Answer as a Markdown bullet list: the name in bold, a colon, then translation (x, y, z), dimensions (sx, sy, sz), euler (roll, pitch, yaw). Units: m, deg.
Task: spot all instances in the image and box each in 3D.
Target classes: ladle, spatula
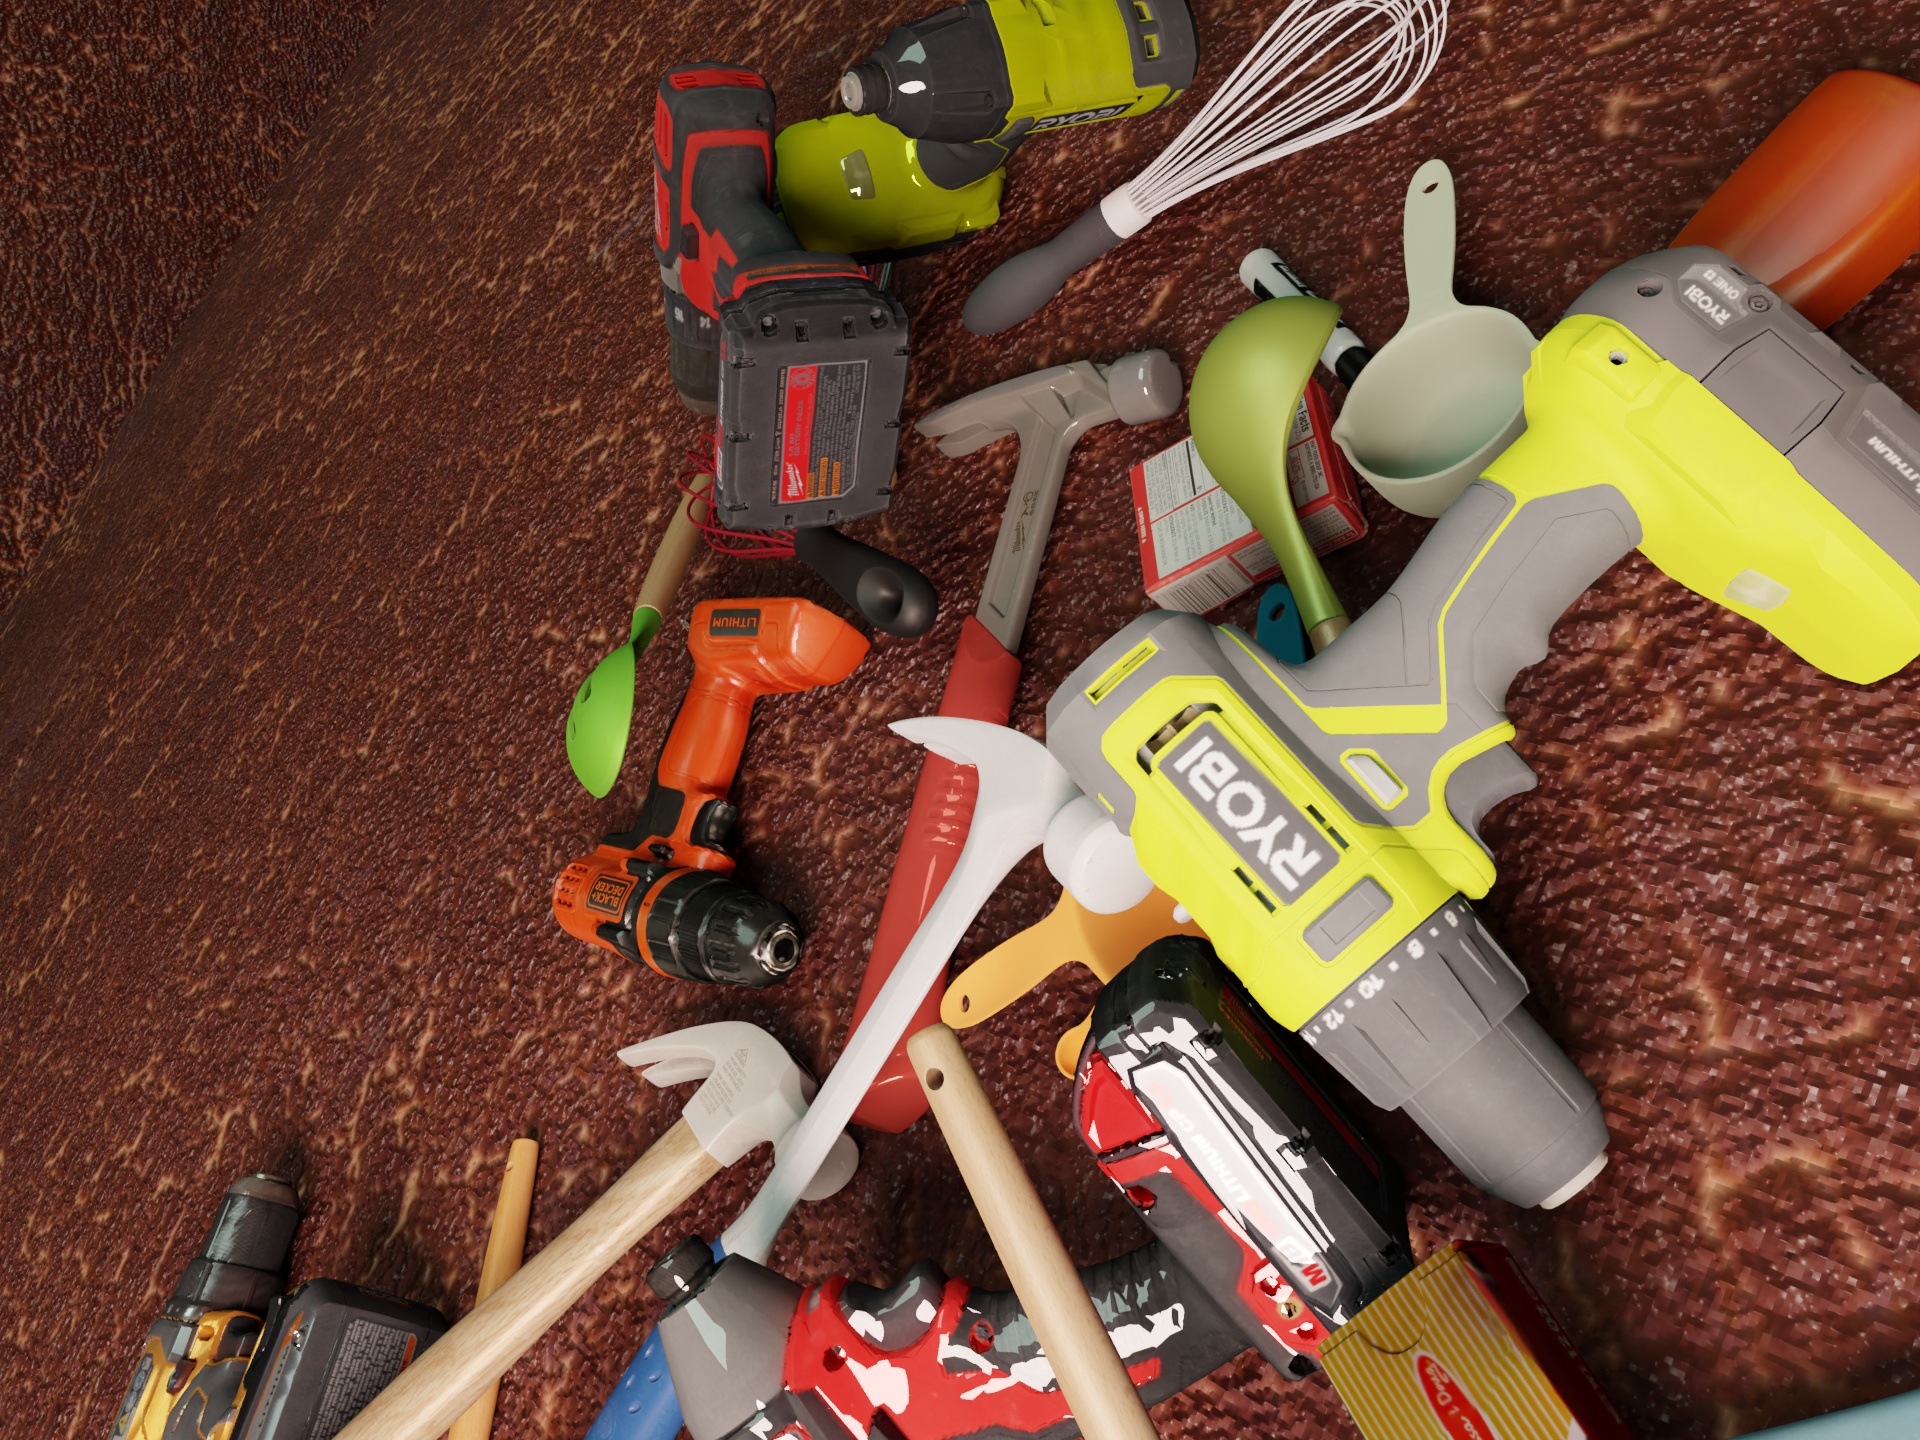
- **ladle**: translation (0.142, -0.010, 0.525), dimensions (0.078, 0.062, 0.320), euler (106, 154, -60)
- **spatula**: translation (-0.223, 0.334, 0.679), dimensions (0.081, 0.041, 0.323), euler (-25, 47, 33)

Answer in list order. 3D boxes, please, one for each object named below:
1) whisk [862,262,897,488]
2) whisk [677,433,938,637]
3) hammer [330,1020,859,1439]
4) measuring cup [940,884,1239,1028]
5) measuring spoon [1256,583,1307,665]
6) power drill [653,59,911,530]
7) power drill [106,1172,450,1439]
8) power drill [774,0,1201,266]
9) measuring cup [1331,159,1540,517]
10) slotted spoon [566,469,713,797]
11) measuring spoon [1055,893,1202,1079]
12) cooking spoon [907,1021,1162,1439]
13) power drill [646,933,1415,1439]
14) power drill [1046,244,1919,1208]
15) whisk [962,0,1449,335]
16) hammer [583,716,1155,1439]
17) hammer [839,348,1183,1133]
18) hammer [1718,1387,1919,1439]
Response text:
- **whisk**: translation (-0.057, -0.220, 0.912), dimensions (0.047, 0.051, 0.245), euler (-49, 38, 42)
- **whisk**: translation (-0.080, -0.095, 0.801), dimensions (0.073, 0.073, 0.296), euler (-54, 33, 2)
- **hammer**: translation (-0.193, 0.252, 0.656), dimensions (0.331, 0.031, 0.130), euler (-42, 36, -8)
- **measuring cup**: translation (0.059, 0.073, 0.563), dimensions (0.173, 0.052, 0.095), euler (-40, 56, 42)
- **measuring spoon**: translation (0.128, -0.004, 0.587), dimensions (0.042, 0.021, 0.129), euler (-40, 31, 34)
- **power drill**: translation (-0.102, -0.186, 0.773), dimensions (0.187, 0.080, 0.227), euler (101, 153, -44)
- **power drill**: translation (-0.342, 0.317, 0.786), dimensions (0.226, 0.084, 0.185), euler (-18, 50, 43)
- **power drill**: translation (-0.011, -0.294, 0.790), dimensions (0.171, 0.080, 0.223), euler (-19, 7, -24)
- **measuring cup**: translation (0.188, -0.148, 0.609), dimensions (0.083, 0.038, 0.168), euler (-18, 49, 37)
- **slotted spoon**: translation (-0.162, -0.065, 0.845), dimensions (0.314, 0.031, 0.070), euler (-86, 20, -58)
- **measuring spoon**: translation (0.075, 0.083, 0.581), dimensions (0.021, 0.011, 0.117), euler (35, 86, 41)
- **cooking spoon**: translation (0.060, 0.219, 0.386), dimensions (0.068, 0.017, 0.319), euler (-36, 69, 22)
- **power drill**: translation (0.013, 0.170, 0.476), dimensions (0.219, 0.143, 0.078), euler (-41, -3, 13)
- **power drill**: translation (0.163, 0.000, 0.446), dimensions (0.228, 0.080, 0.191), euler (-42, 73, 1)
- **whisk**: translation (0.104, -0.263, 0.763), dimensions (0.284, 0.070, 0.070), euler (-27, 46, 36)
- **hammer**: translation (-0.074, 0.179, 0.571), dimensions (0.405, 0.035, 0.144), euler (-59, 32, 6)
- **hammer**: translation (-0.001, -0.002, 0.697), dimensions (0.149, 0.036, 0.359), euler (-8, 58, 42)
- **hammer**: translation (0.153, 0.202, 0.397), dimensions (0.331, 0.033, 0.128), euler (-30, 44, 28)
